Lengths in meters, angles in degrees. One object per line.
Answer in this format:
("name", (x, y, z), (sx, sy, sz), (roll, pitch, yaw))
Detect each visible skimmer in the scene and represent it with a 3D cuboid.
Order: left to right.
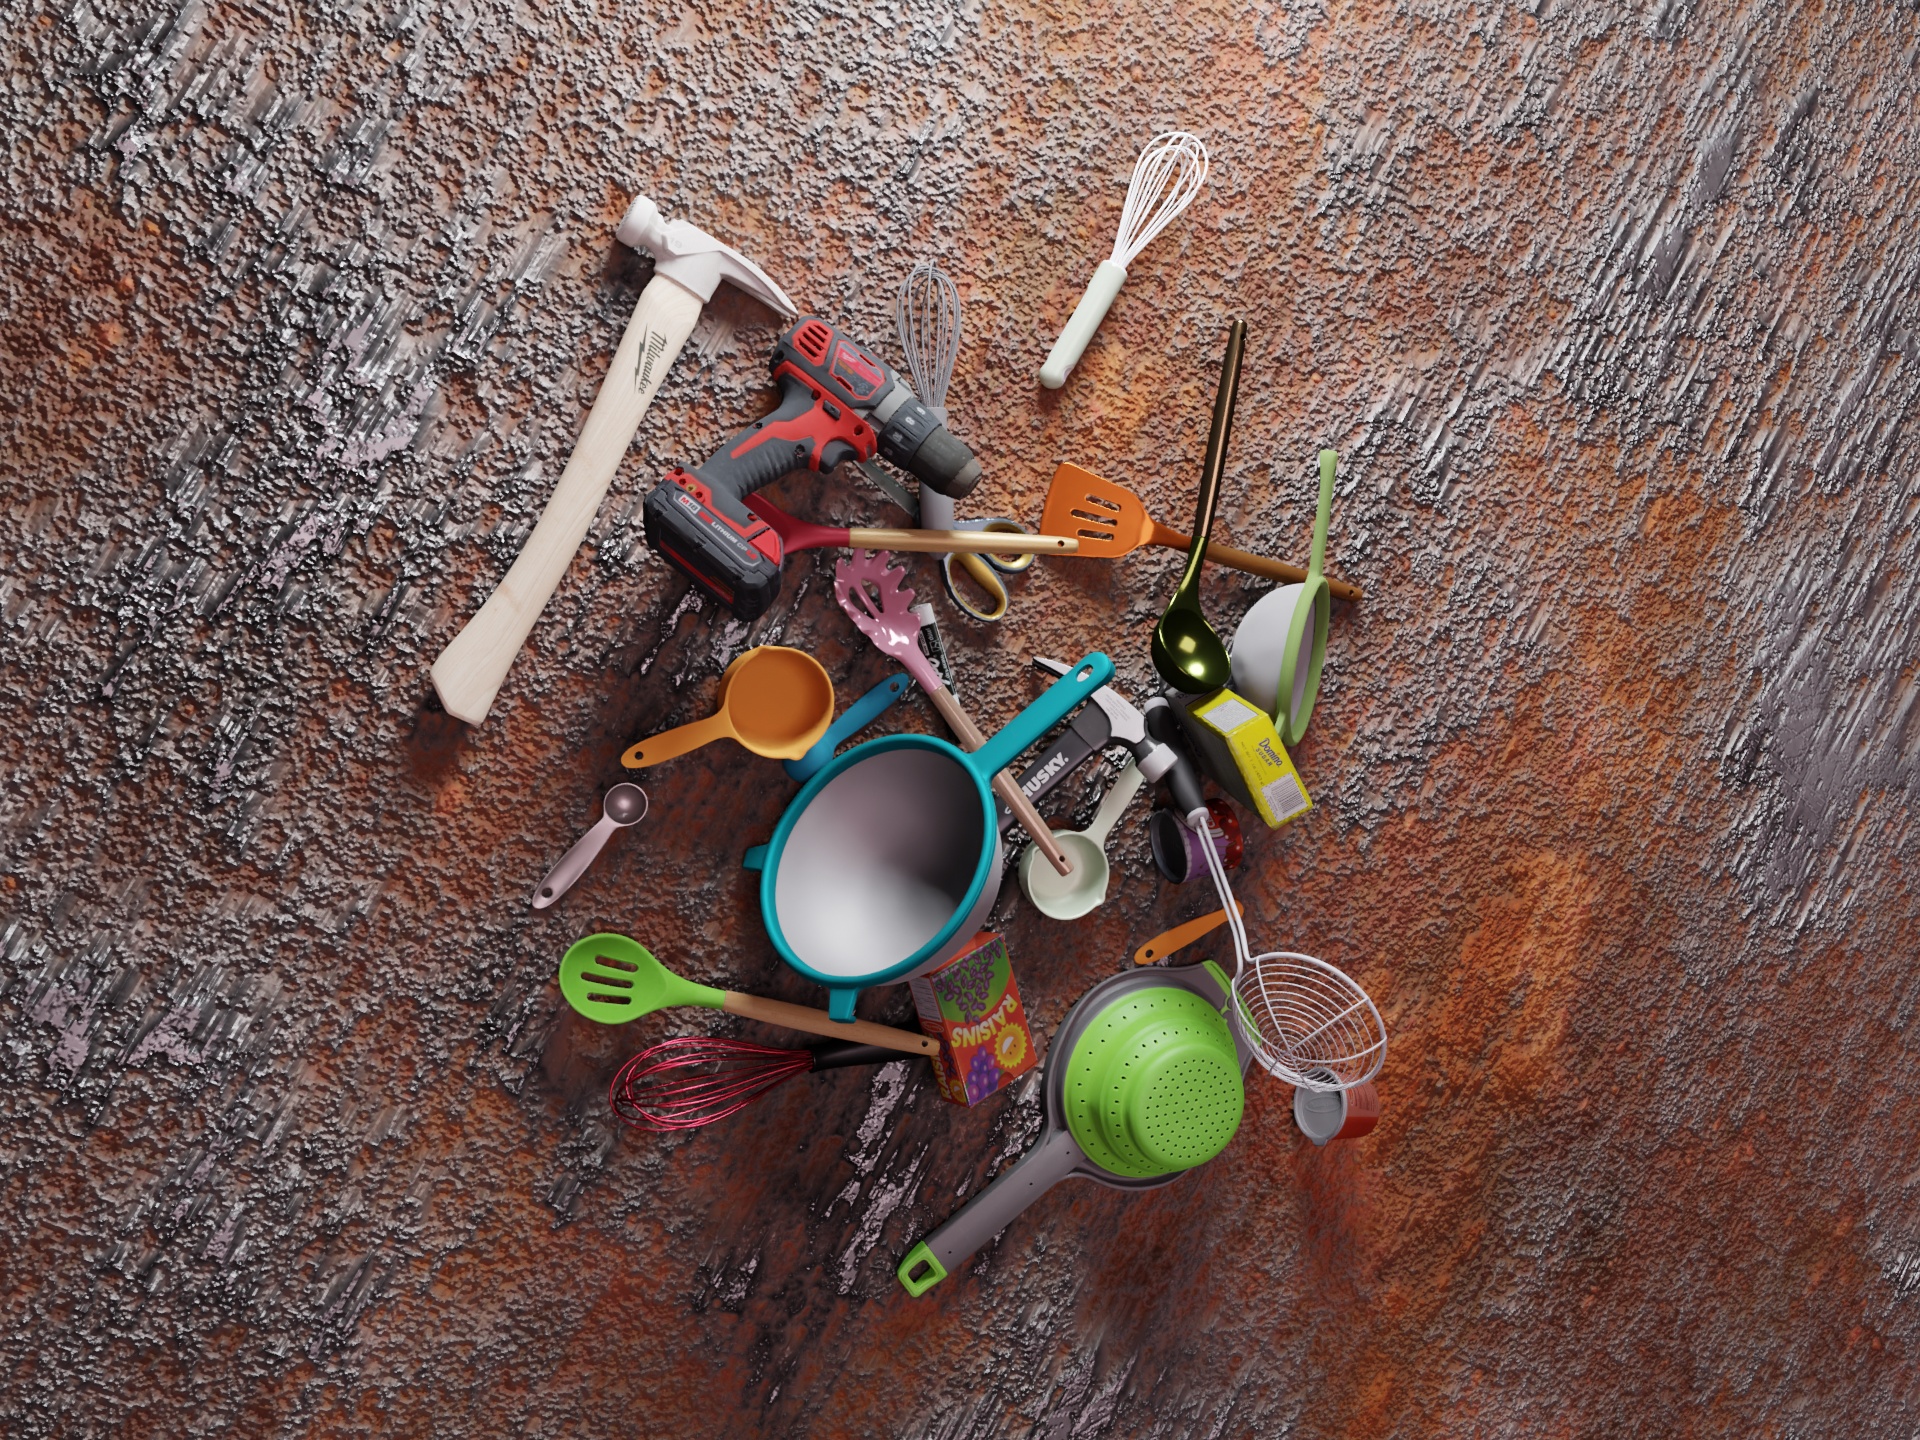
("skimmer", (0.238, 0.132, 1.314), (0.090, 0.127, 0.364), (4, 51, -26))

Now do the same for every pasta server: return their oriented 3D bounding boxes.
("pasta server", (-0.002, -0.004, 1.292), (0.060, 0.040, 0.316), (-36, 92, -19))

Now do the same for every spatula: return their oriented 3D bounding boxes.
("spatula", (0.221, -0.148, 1.404), (0.322, 0.041, 0.081), (13, 91, -25))

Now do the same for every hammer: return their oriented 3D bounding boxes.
("hammer", (-0.275, -0.181, 1.208), (0.146, 0.038, 0.410), (28, 86, -22))
("hammer", (0.013, 0.092, 1.330), (0.335, 0.035, 0.146), (-43, 84, -5))

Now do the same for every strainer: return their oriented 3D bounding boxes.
("strainer", (0.001, 0.081, 1.245), (0.340, 0.211, 0.095), (-41, 138, 3))
("strainer", (0.279, -0.108, 1.383), (0.069, 0.151, 0.256), (9, 99, 21))

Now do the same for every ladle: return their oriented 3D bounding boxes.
("ladle", (-0.062, -0.145, 1.260), (0.315, 0.031, 0.069), (2, 84, -7))
("ladle", (0.217, -0.181, 1.345), (0.078, 0.062, 0.320), (10, 90, -35))

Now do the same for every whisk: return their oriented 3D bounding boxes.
("whisk", (-0.142, 0.281, 1.300), (0.295, 0.073, 0.073), (-5, 98, -27))
("whisk", (-0.022, -0.249, 1.281), (0.055, 0.055, 0.239), (-4, 94, -20))
("whisk", (0.133, -0.386, 1.335), (0.059, 0.057, 0.246), (30, 88, 14))

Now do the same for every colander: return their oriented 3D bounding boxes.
("colander", (0.118, 0.375, 1.384), (0.397, 0.094, 0.204), (-37, 107, -13))

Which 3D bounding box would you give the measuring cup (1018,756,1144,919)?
("measuring cup", (0.111, 0.094, 1.382), (0.083, 0.038, 0.167), (37, 81, -20))

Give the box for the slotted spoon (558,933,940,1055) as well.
("slotted spoon", (-0.166, 0.232, 1.276), (0.313, 0.031, 0.070), (15, 68, -14))

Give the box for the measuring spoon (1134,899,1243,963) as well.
("measuring spoon", (0.209, 0.193, 1.441), (0.117, 0.011, 0.021), (-24, 104, -16))

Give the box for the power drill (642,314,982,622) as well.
("power drill", (-0.111, -0.181, 1.212), (0.188, 0.080, 0.227), (39, 71, 1))

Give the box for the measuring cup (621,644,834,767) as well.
("measuring cup", (-0.187, -0.001, 1.253), (0.173, 0.052, 0.095), (-21, 103, -15))

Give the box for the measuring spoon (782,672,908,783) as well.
("measuring spoon", (-0.090, 0.004, 1.303), (0.128, 0.021, 0.042), (-40, 108, -10))

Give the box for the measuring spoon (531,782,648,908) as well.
("measuring spoon", (-0.293, 0.098, 1.246), (0.034, 0.018, 0.124), (42, 88, -20))
